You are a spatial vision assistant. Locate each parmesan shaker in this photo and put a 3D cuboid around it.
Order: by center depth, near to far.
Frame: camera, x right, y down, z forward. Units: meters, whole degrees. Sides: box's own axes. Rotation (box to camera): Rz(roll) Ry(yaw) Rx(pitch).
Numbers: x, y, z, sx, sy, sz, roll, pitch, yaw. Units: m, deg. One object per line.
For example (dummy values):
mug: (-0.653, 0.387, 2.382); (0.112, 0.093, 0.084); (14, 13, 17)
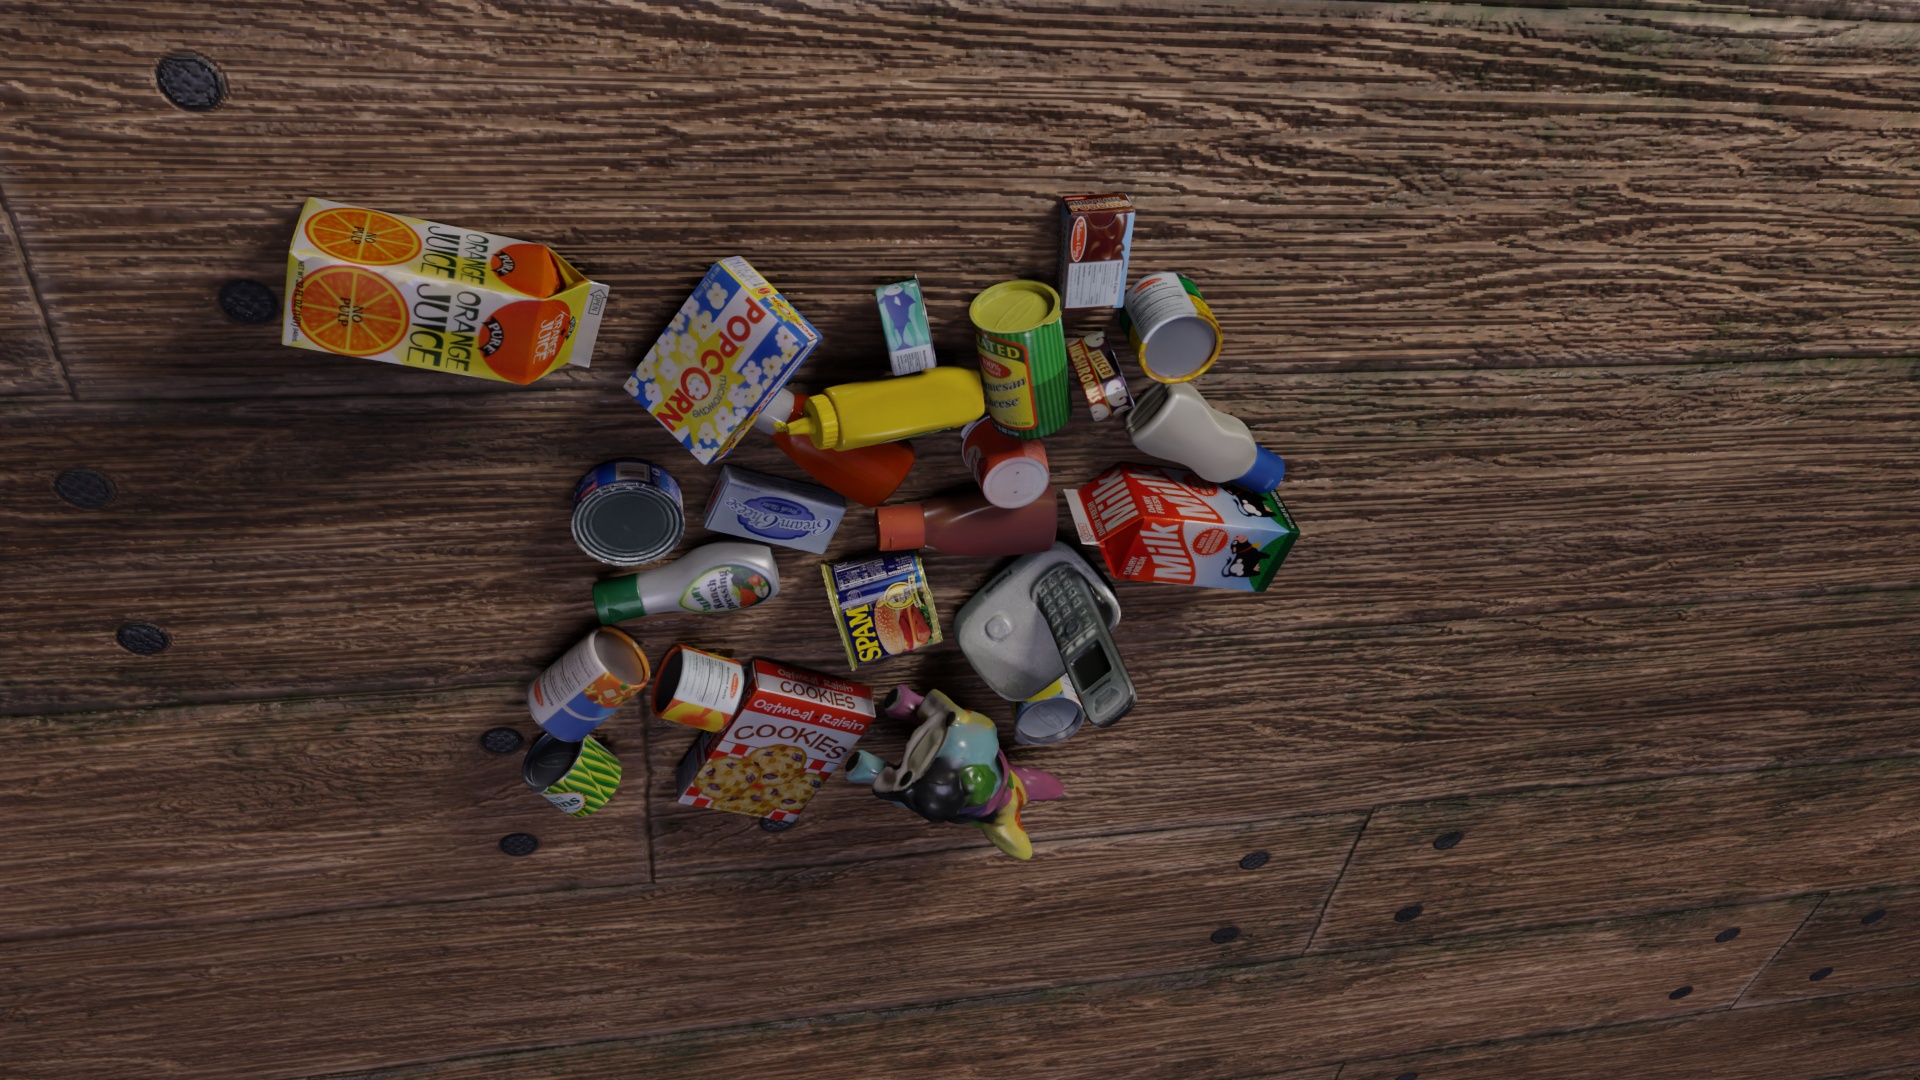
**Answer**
parmesan shaker: (0.049, -0.133, 1.042); (0.071, 0.071, 0.102); (-14, 133, -2)

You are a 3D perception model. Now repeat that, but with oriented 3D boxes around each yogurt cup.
yogurt cup: (0.039, -0.063, 1.115); (0.072, 0.054, 0.072); (-8, 133, -8)

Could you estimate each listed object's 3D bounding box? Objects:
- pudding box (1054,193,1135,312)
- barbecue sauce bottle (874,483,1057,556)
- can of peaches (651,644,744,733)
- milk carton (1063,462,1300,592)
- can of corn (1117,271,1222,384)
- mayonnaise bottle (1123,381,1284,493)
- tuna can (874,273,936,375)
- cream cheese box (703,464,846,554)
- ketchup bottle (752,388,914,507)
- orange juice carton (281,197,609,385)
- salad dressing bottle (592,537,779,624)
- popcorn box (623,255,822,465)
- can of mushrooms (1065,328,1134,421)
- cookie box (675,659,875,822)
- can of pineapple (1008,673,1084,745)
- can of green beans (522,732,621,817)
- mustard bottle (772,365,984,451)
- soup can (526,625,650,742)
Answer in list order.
pudding box: (0.097, -0.210, 1.015); (0.050, 0.030, 0.083); (-5, 132, -8)
barbecue sauce bottle: (0.004, -0.015, 1.157); (0.149, 0.044, 0.064); (-5, 133, -10)
can of peaches: (-0.231, 0.130, 1.210); (0.058, 0.071, 0.071); (21, 123, -29)
milk carton: (0.182, -0.012, 1.185); (0.191, 0.073, 0.073); (6, 130, -19)
can of corn: (0.161, -0.160, 1.057); (0.071, 0.058, 0.070); (-7, 132, -8)
mayonnaise bottle: (0.207, -0.081, 1.152); (0.148, 0.041, 0.064); (24, 123, -32)
tuna can: (-0.040, -0.156, 1.005); (0.033, 0.071, 0.070); (-13, 133, -2)
cream cheese box: (-0.149, -0.024, 1.120); (0.104, 0.024, 0.053); (13, 127, -25)
ketchup bottle: (-0.109, -0.081, 1.067); (0.148, 0.044, 0.064); (28, 113, -33)
orange juice carton: (-0.336, -0.159, 0.918); (0.193, 0.073, 0.071); (8, 128, -22)
salad dressing bottle: (-0.225, 0.037, 1.142); (0.148, 0.044, 0.064); (-12, 134, -3)
popcorn box: (-0.169, -0.127, 0.986); (0.085, 0.038, 0.126); (44, 115, 0)
can of mushrooms: (0.106, -0.127, 1.065); (0.033, 0.071, 0.070); (-21, 133, 6)
cookie box: (-0.173, 0.189, 1.294); (0.123, 0.040, 0.166); (18, 125, -30)
can of pineapple: (0.076, 0.151, 1.313); (0.071, 0.058, 0.070); (-7, 132, -8)
can of green beans: (-0.348, 0.207, 1.247); (0.071, 0.071, 0.057); (-27, 132, 10)
mustard bottle: (-0.063, -0.096, 1.030); (0.161, 0.065, 0.048); (-14, 99, -23)
soup can: (-0.314, 0.122, 1.181); (0.083, 0.072, 0.071); (-38, 129, 19)
